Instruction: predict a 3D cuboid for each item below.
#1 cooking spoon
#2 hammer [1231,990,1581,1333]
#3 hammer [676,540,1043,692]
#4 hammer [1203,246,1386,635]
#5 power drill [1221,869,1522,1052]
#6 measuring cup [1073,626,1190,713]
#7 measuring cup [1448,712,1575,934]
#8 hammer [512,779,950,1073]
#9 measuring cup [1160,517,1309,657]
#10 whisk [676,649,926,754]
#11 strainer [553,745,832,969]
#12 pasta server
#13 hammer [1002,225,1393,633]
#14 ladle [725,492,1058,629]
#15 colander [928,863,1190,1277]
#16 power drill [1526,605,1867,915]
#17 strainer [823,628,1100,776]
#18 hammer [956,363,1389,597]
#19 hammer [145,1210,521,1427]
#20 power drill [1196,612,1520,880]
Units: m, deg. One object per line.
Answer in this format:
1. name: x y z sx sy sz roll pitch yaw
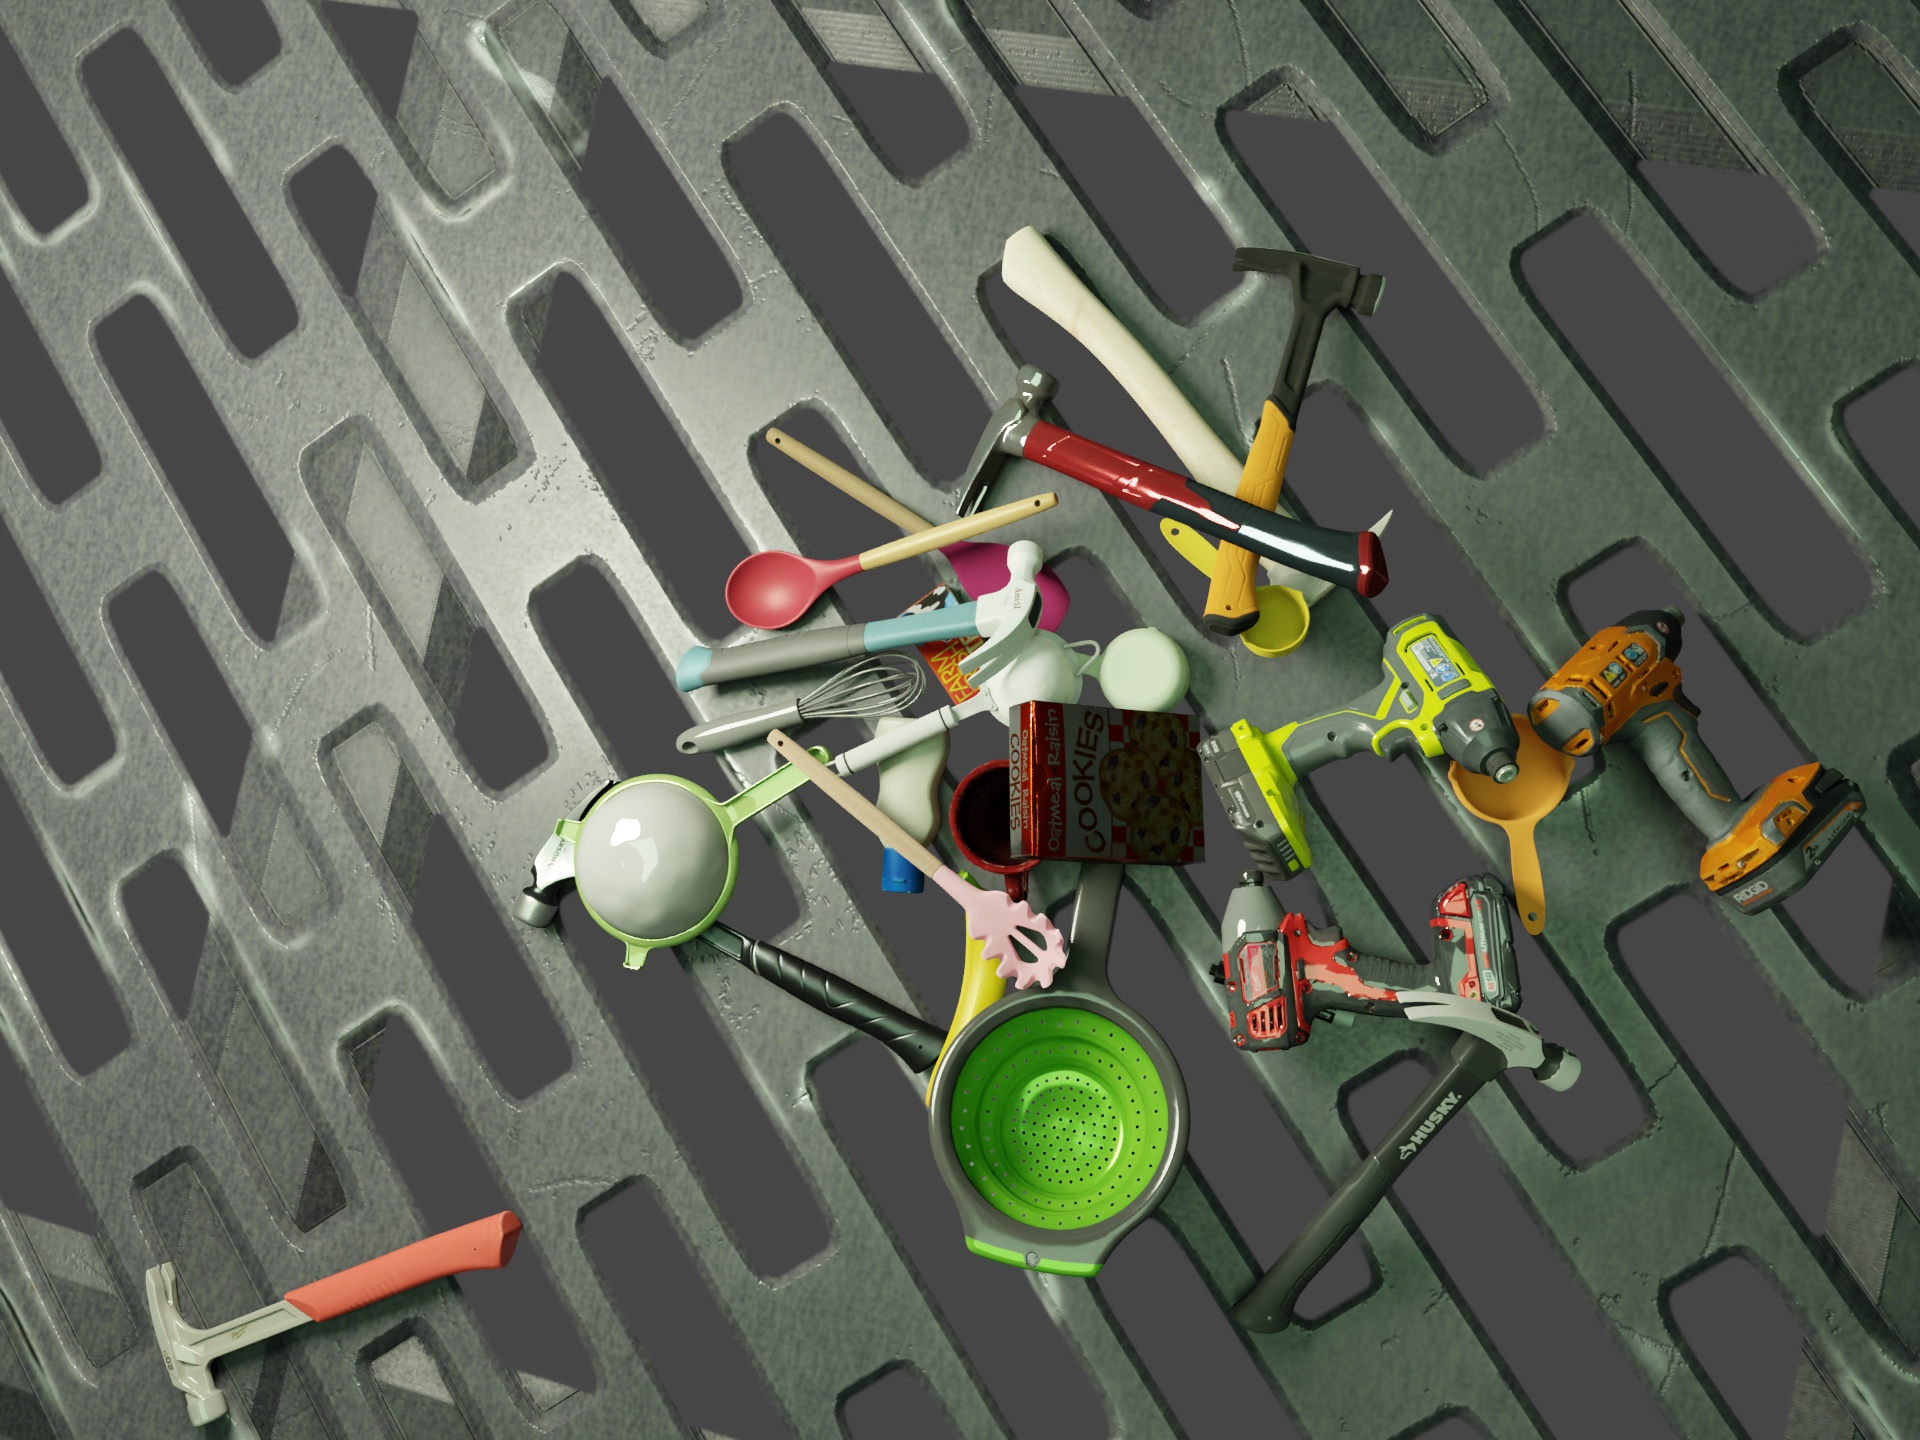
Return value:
1. cooking spoon: -0.041 -0.173 1.390 0.319 0.017 0.068 33 117 13
2. hammer: 0.315 0.349 1.225 0.146 0.035 0.334 29 109 -14
3. hammer: -0.090 -0.069 1.349 0.331 0.033 0.128 -9 51 19
4. hammer: 0.246 -0.228 1.291 0.127 0.034 0.337 16 76 6
5. power drill: 0.317 0.181 1.253 0.219 0.078 0.143 -7 78 9
6. measuring cup: 0.110 -0.048 1.341 0.167 0.038 0.083 11 88 10
7. measuring cup: 0.439 0.081 1.260 0.095 0.052 0.174 -8 86 10
8. hammer: -0.189 0.193 1.385 0.409 0.036 0.149 26 90 12
9. measuring cup: 0.220 -0.110 1.296 0.062 0.029 0.157 -43 67 -3
10. whisk: -0.142 -0.010 1.386 0.239 0.055 0.055 -16 83 14
11. strainer: -0.224 0.092 1.349 0.256 0.069 0.151 -31 80 7
12. pasta server: -0.041 0.106 1.296 0.316 0.040 0.060 38 93 14
13. hammer: 0.184 -0.269 1.347 0.146 0.038 0.411 -39 79 4
14. ladle: -0.061 -0.144 1.358 0.315 0.031 0.069 -15 92 23
15. colander: 0.097 0.248 1.306 0.204 0.094 0.397 9 69 10
16. power drill: 0.565 0.018 1.213 0.164 0.084 0.226 -38 77 -25
17. strainer: -0.002 -0.004 1.321 0.258 0.050 0.087 -25 98 9
18. hammer: 0.161 -0.165 1.264 0.387 0.038 0.143 30 95 36
19. hammer: -0.563 0.508 1.433 0.359 0.036 0.149 -23 81 9
20. power drill: 0.313 0.026 1.243 0.223 0.080 0.171 -29 40 10
